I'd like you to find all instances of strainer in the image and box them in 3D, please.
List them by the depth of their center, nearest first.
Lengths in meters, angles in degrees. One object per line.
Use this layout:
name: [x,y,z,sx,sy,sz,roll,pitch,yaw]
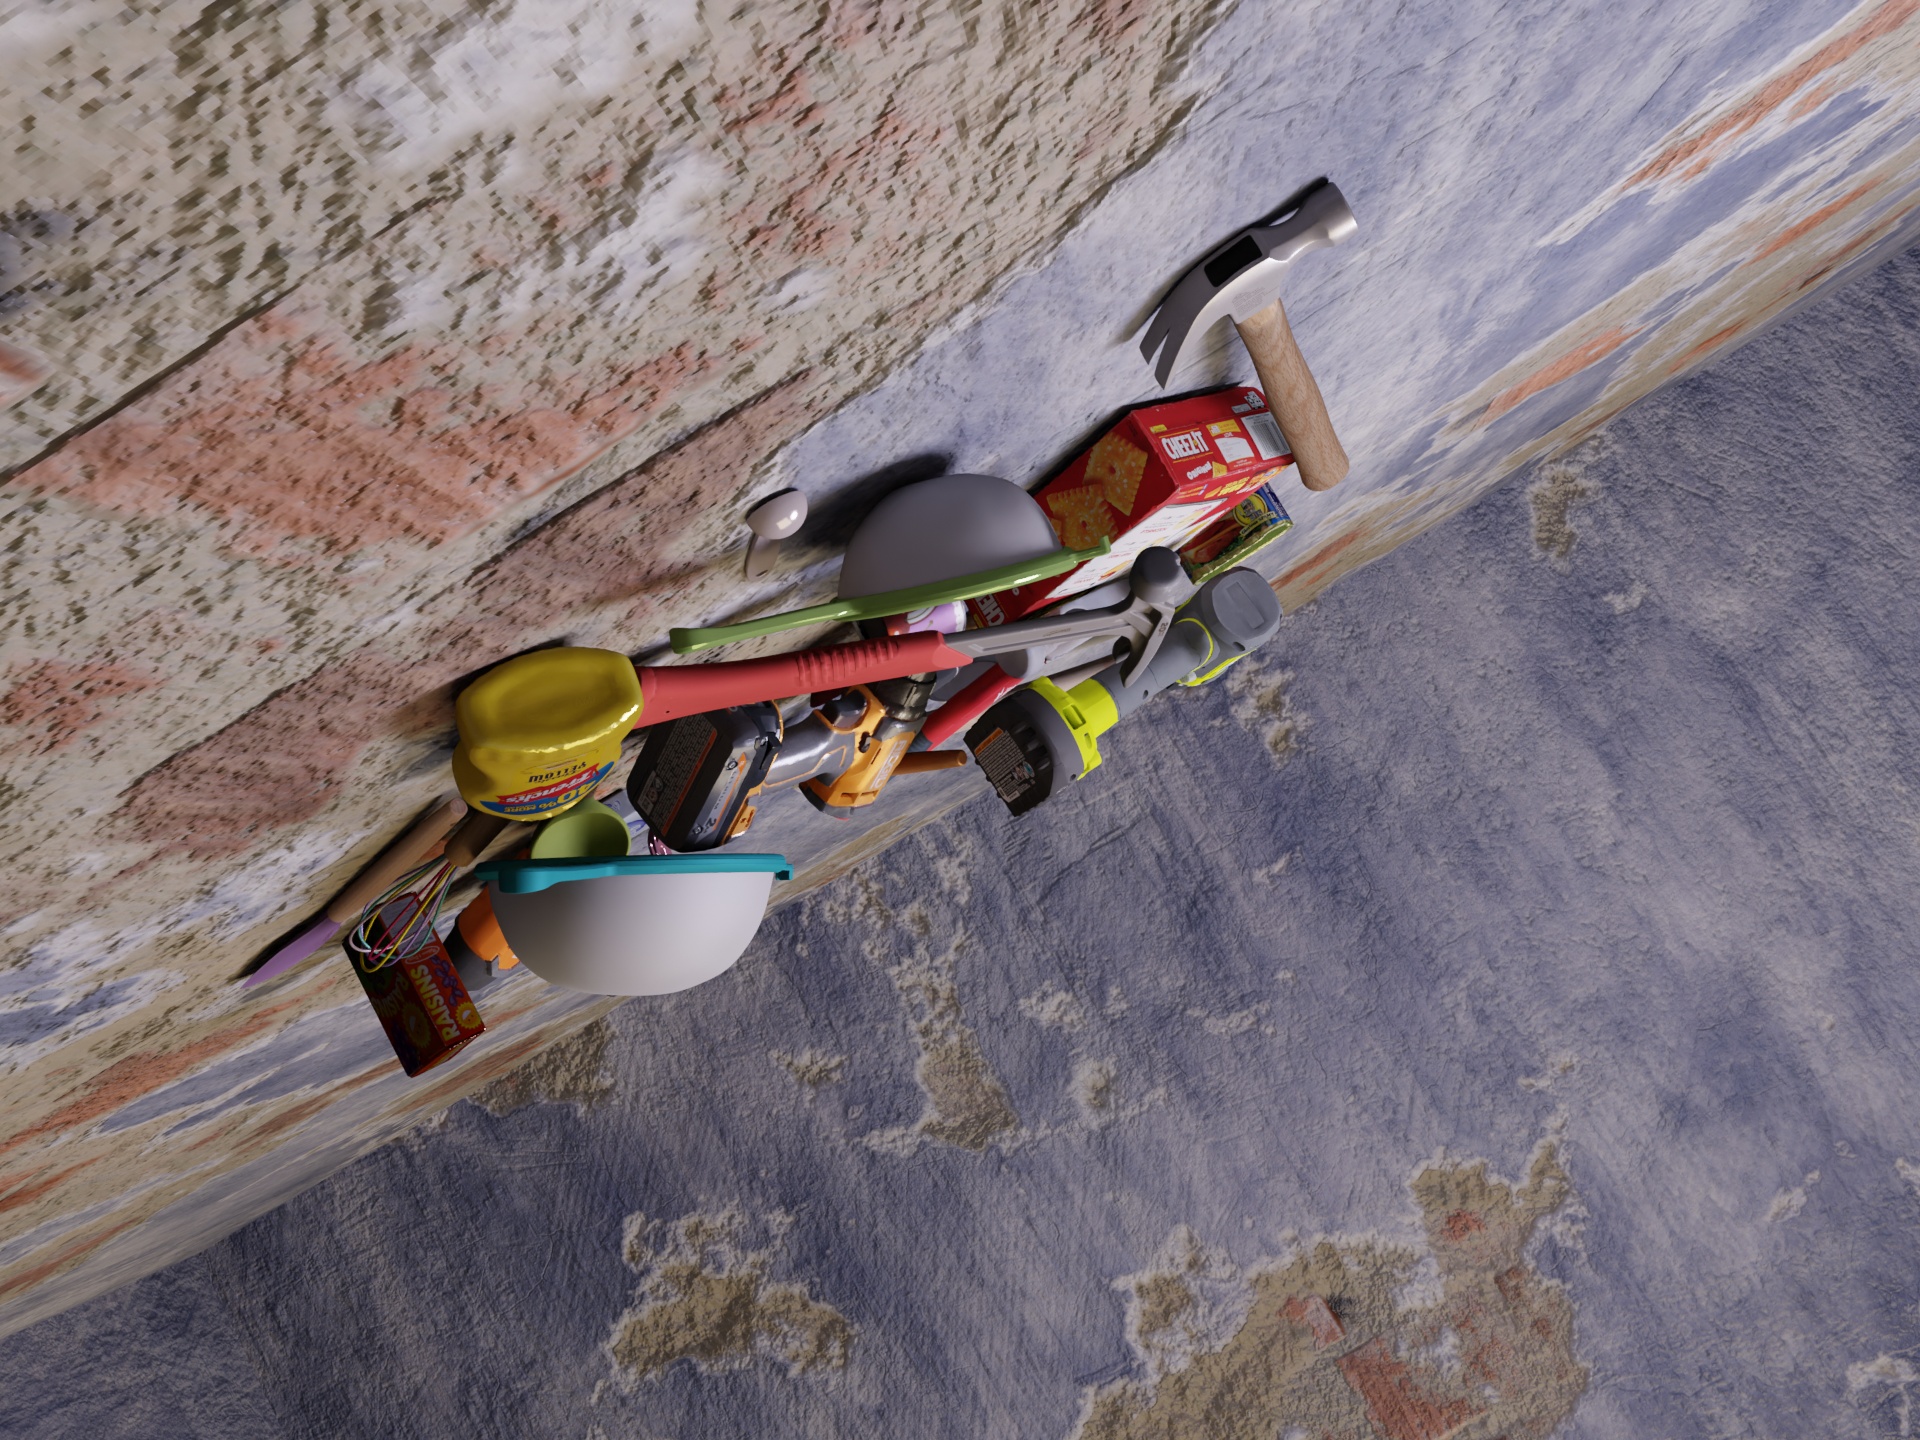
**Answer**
strainer: [-0.053,-0.094,0.897,0.256,0.069,0.151,-16,-171,-34]
strainer: [-0.229,0.136,1.031,0.211,0.095,0.340,-2,175,4]
strainer: [0.068,-0.056,1.504,0.258,0.050,0.087,-20,-154,17]

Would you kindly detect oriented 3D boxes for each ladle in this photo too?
ladle: [-0.259,0.051,1.122,0.078,0.062,0.320,-11,163,-22]
ladle: [-0.087,-0.024,1.394,0.069,0.031,0.315,-32,175,0]

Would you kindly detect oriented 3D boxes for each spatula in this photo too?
spatula: [-0.423,0.124,1.113,0.316,0.018,0.060,-34,175,38]
spatula: [-0.116,0.051,1.319,0.323,0.041,0.081,-7,-160,41]

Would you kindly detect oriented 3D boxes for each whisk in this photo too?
whisk: [-0.362,0.108,1.116,0.245,0.051,0.047,-40,-164,31]

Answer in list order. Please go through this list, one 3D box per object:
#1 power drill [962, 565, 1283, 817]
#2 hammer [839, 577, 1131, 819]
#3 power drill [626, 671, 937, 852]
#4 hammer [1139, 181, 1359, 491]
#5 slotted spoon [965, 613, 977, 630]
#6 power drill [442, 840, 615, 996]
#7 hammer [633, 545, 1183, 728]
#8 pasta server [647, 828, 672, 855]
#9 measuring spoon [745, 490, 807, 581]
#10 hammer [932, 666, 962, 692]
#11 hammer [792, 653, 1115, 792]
power drill: [0.120,-0.021,1.209,0.228,0.080,0.190,-32,176,-19]
hammer: [-0.002,-0.004,1.301,0.143,0.038,0.386,-26,173,-38]
power drill: [-0.107,0.000,1.131,0.226,0.084,0.185,-10,138,-51]
hammer: [0.200,-0.209,0.985,0.130,0.031,0.331,-29,160,13]
slotted spoon: [0.103,-0.145,1.328,0.313,0.031,0.070,-33,176,30]
power drill: [-0.345,0.182,1.369,0.164,0.084,0.226,-45,158,8]
hammer: [-0.040,-0.037,1.011,0.359,0.037,0.149,-10,157,-12]
pasta server: [-0.242,0.070,1.385,0.060,0.040,0.316,-40,176,-22]
measuring spoon: [-0.103,-0.094,0.879,0.034,0.018,0.124,-28,173,-18]
hammer: [0.003,-0.050,1.351,0.409,0.036,0.149,-31,180,-32]
hammer: [0.036,-0.013,1.460,0.410,0.038,0.146,-17,167,0]
